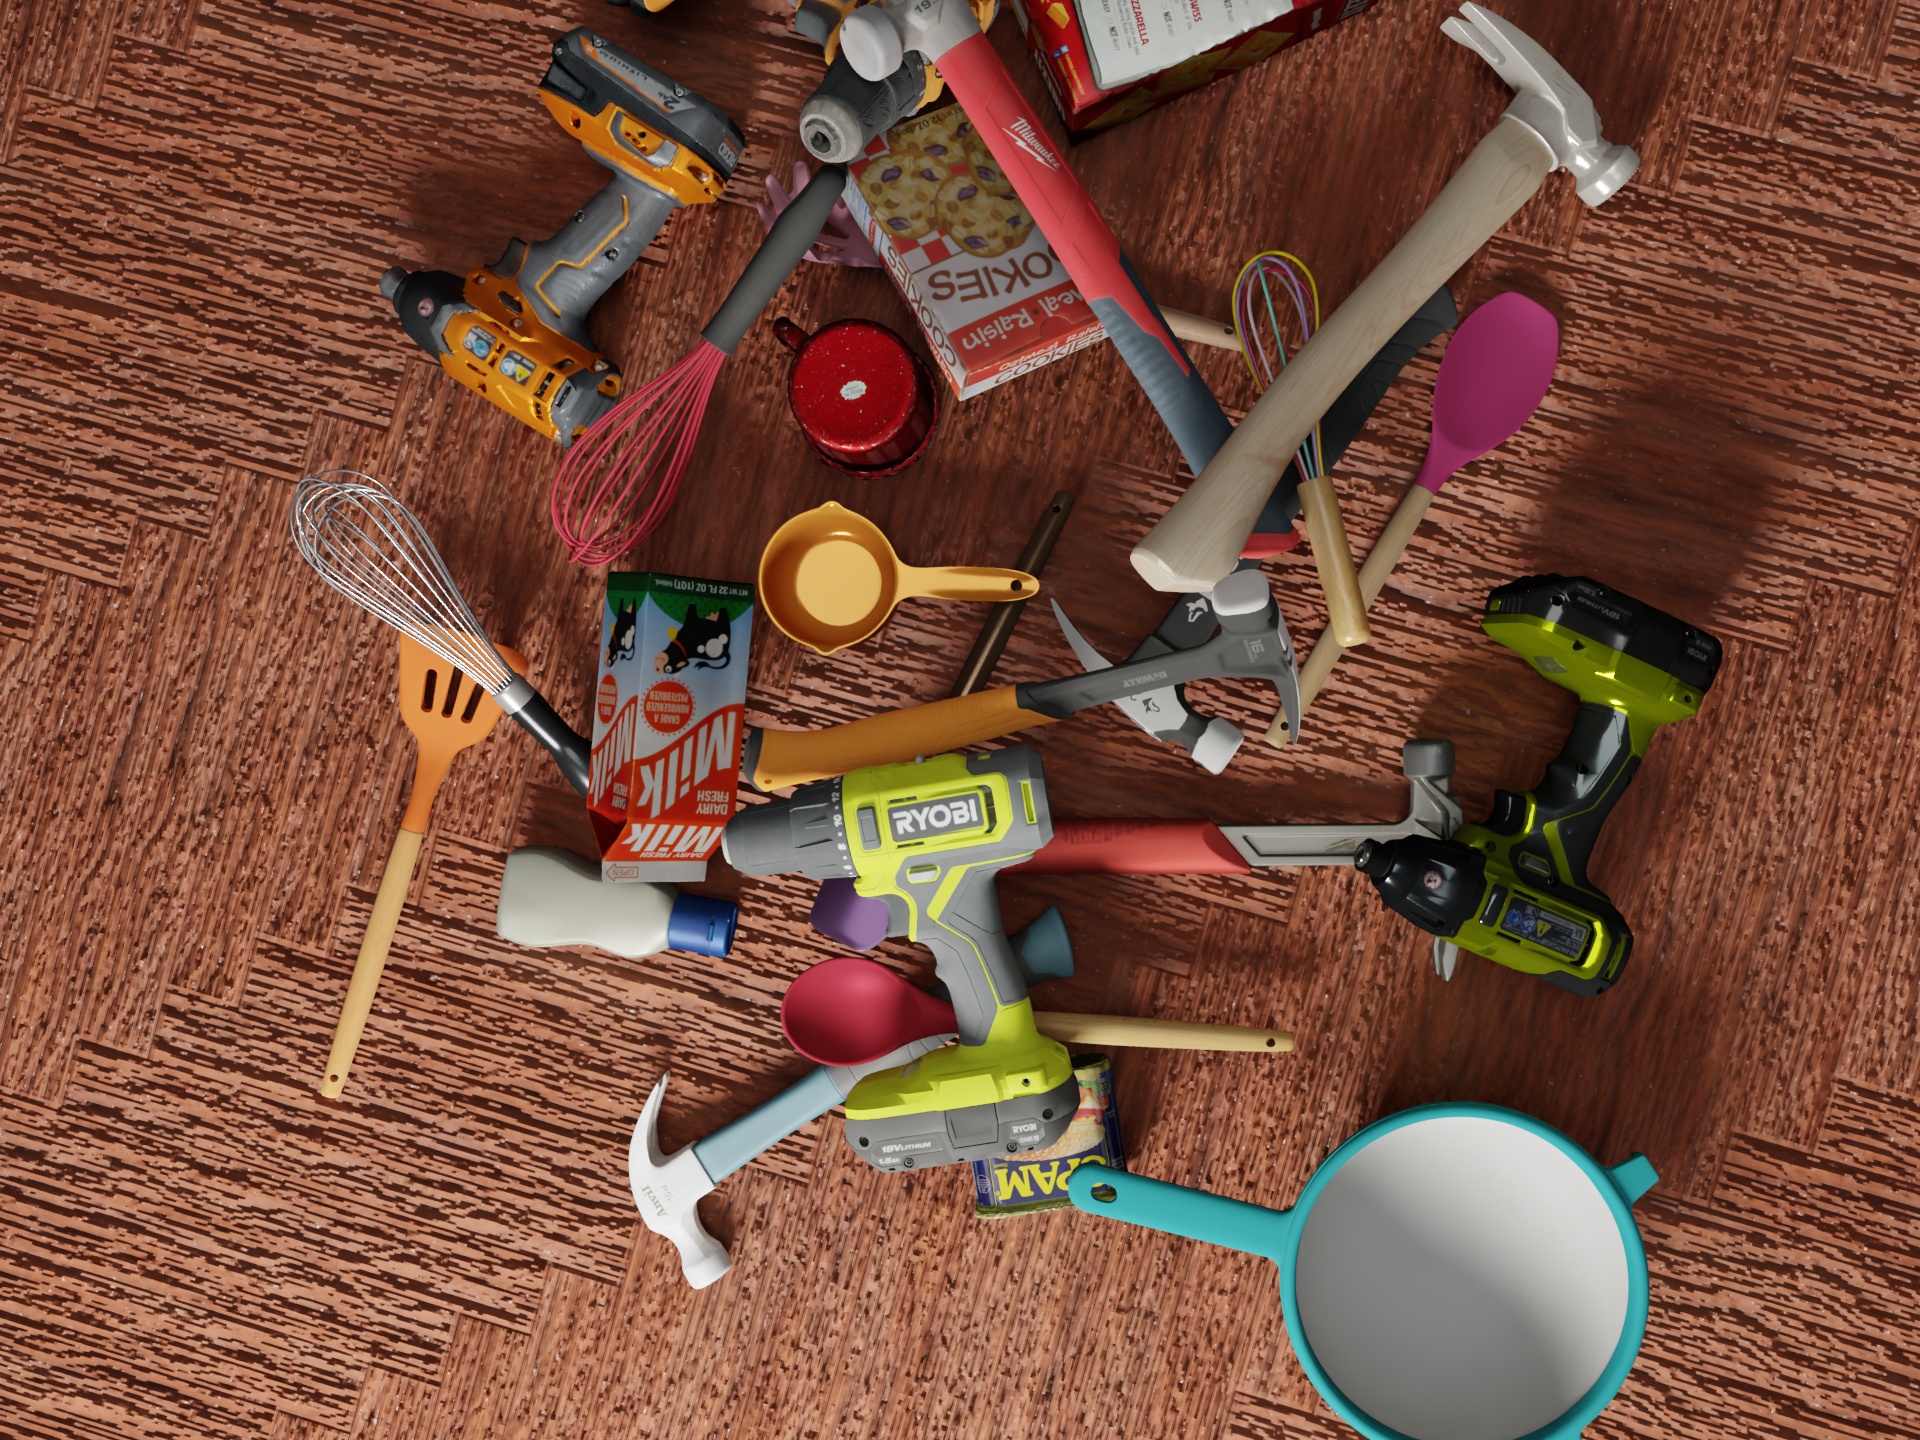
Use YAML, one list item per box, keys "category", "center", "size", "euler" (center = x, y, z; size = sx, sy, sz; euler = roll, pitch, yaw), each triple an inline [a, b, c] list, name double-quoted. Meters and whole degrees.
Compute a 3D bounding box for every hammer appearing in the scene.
- category: "hammer"
  center: [0.230, -0.239, 0.924]
  size: [0.146, 0.038, 0.411]
  euler: [42, 77, -6]
- category: "hammer"
  center: [-0.067, 0.224, 1.017]
  size: [0.331, 0.033, 0.128]
  euler: [-33, 90, 3]
- category: "hammer"
  center: [0.194, -0.142, 0.986]
  size: [0.146, 0.035, 0.335]
  euler: [35, 90, 12]
- category: "hammer"
  center: [0.094, -0.267, 0.925]
  size: [0.143, 0.038, 0.386]
  euler: [-38, 99, -20]
- category: "hammer"
  center: [0.030, -0.003, 0.938]
  size: [0.337, 0.127, 0.034]
  euler: [-13, 50, 16]
- category: "hammer"
  center: [0.132, 0.088, 1.000]
  size: [0.359, 0.036, 0.149]
  euler: [-1, 91, 3]

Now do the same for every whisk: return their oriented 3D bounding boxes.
- category: "whisk"
  center: [-0.297, -0.040, 0.976]
  size: [0.070, 0.070, 0.284]
  euler: [-39, 113, 4]
- category: "whisk"
  center: [0.209, -0.165, 0.948]
  size: [0.047, 0.051, 0.245]
  euler: [-13, 84, 2]
- category: "whisk"
  center: [-0.162, -0.216, 0.979]
  size: [0.073, 0.073, 0.296]
  euler: [39, 103, 2]

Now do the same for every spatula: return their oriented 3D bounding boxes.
- category: "spatula"
  center: [-0.002, -0.003, 0.993]
  size: [0.060, 0.018, 0.316]
  euler: [25, 83, 10]
- category: "spatula"
  center: [-0.364, 0.095, 1.029]
  size: [0.081, 0.041, 0.322]
  euler: [17, 94, -15]

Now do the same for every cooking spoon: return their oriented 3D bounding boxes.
- category: "cooking spoon"
  center: [0.276, -0.122, 0.995]
  size: [0.068, 0.017, 0.319]
  euler: [30, 92, -5]

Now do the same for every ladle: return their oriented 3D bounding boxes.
- category: "ladle"
  center: [0.048, 0.187, 0.981]
  size: [0.315, 0.031, 0.069]
  euler: [4, 95, 0]

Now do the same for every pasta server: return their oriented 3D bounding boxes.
- category: "pasta server"
  center: [0.028, -0.281, 0.999]
  size: [0.316, 0.040, 0.060]
  euler: [15, 74, 2]

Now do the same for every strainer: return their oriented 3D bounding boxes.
- category: "strainer"
  center: [0.233, 0.314, 0.970]
  size: [0.340, 0.095, 0.211]
  euler: [13, 89, 5]

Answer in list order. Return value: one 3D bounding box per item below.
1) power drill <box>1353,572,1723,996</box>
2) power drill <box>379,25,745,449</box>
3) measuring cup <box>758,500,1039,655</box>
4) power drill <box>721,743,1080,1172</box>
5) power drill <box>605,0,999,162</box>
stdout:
- category: "power drill"
  center: [0.343, 0.033, 0.946]
  size: [0.171, 0.080, 0.223]
  euler: [23, 88, -10]
- category: "power drill"
  center: [-0.254, -0.307, 0.996]
  size: [0.164, 0.084, 0.226]
  euler: [32, 97, 3]
- category: "measuring cup"
  center: [-0.038, -0.086, 1.000]
  size: [0.173, 0.052, 0.095]
  euler: [2, 91, 2]
- category: "power drill"
  center: [-0.029, 0.136, 0.926]
  size: [0.190, 0.080, 0.228]
  euler: [-10, 93, 5]
- category: "power drill"
  center: [-0.110, -0.432, 0.951]
  size: [0.226, 0.084, 0.185]
  euler: [28, 58, 2]
